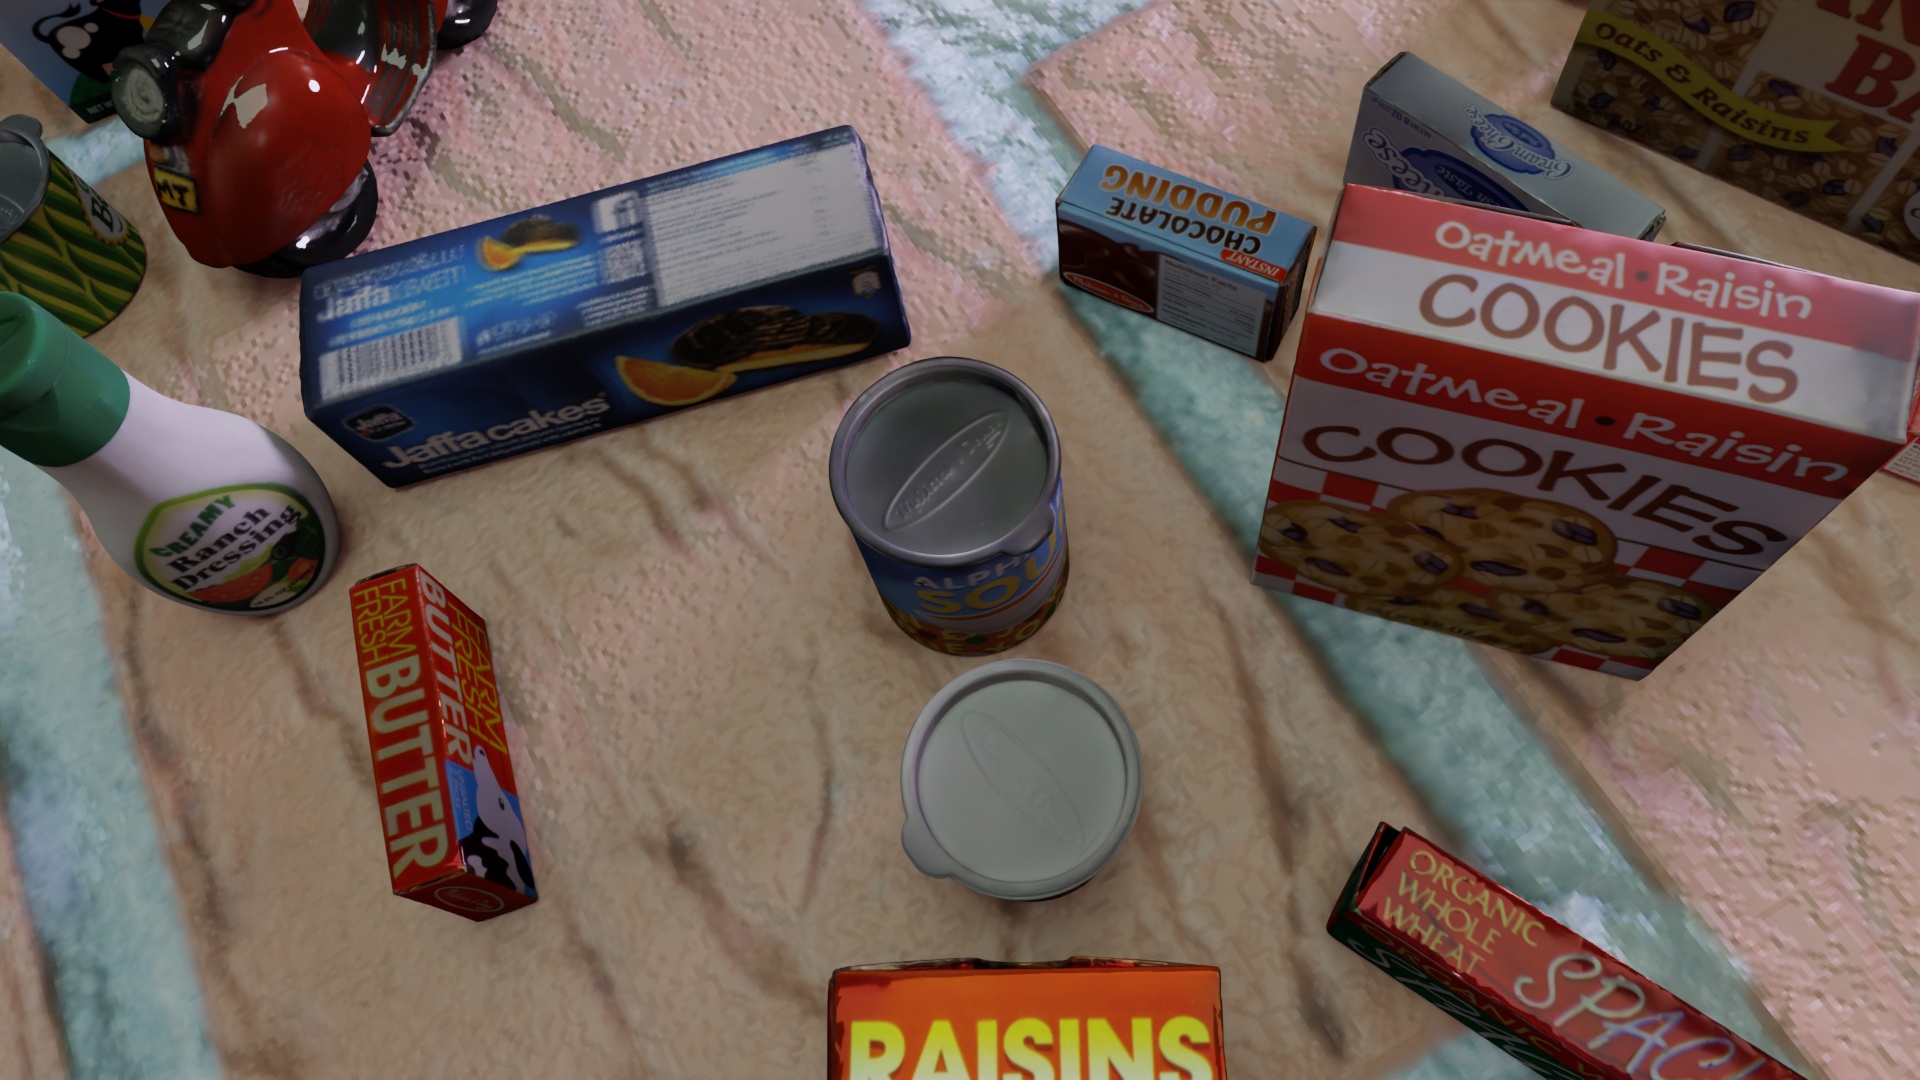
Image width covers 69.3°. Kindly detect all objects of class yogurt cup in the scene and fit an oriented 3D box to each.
[{"bbox_3d":[0.019,0.074,0.408,0.072,0.053,0.072,-3,66,6],"label":"yogurt cup"}]

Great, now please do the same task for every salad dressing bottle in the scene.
[{"bbox_3d":[-0.251,-0.022,0.432,0.064,0.147,0.044,-35,67,-8],"label":"salad dressing bottle"}]

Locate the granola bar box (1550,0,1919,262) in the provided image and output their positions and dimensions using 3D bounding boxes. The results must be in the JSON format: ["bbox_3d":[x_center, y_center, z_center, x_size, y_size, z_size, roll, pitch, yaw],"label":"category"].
[{"bbox_3d":[0.289,-0.158,0.439,0.166,0.123,0.039,32,74,19],"label":"granola bar box"}]

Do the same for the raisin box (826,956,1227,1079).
[{"bbox_3d":[0.020,0.131,0.345,0.086,0.123,0.040,-2,67,6],"label":"raisin box"}]

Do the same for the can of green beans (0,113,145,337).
[{"bbox_3d":[-0.363,-0.117,0.536,0.071,0.057,0.071,-3,66,6],"label":"can of green beans"}]

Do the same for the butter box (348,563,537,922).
[{"bbox_3d":[-0.162,0.063,0.435,0.024,0.053,0.104,-19,66,-1],"label":"butter box"}]

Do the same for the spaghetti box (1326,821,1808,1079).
[{"bbox_3d":[0.210,0.156,0.351,0.250,0.050,0.029,32,74,18],"label":"spaghetti box"}]

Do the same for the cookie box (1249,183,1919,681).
[{"bbox_3d":[0.148,-0.020,0.371,0.123,0.167,0.040,15,70,13],"label":"cookie box"}]

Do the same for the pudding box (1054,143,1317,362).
[{"bbox_3d":[0.076,-0.099,0.479,0.084,0.049,0.030,25,72,16],"label":"pudding box"}]

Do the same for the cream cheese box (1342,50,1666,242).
[{"bbox_3d":[0.181,-0.117,0.472,0.024,0.053,0.104,-44,69,-12],"label":"cream cheese box"}]

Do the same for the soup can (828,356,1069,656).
[{"bbox_3d":[0.002,-0.005,0.428,0.071,0.083,0.071,-3,66,6],"label":"soup can"}]

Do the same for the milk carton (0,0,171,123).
[{"bbox_3d":[-0.367,-0.257,0.526,0.072,0.190,0.073,-22,66,-3],"label":"milk carton"}]
